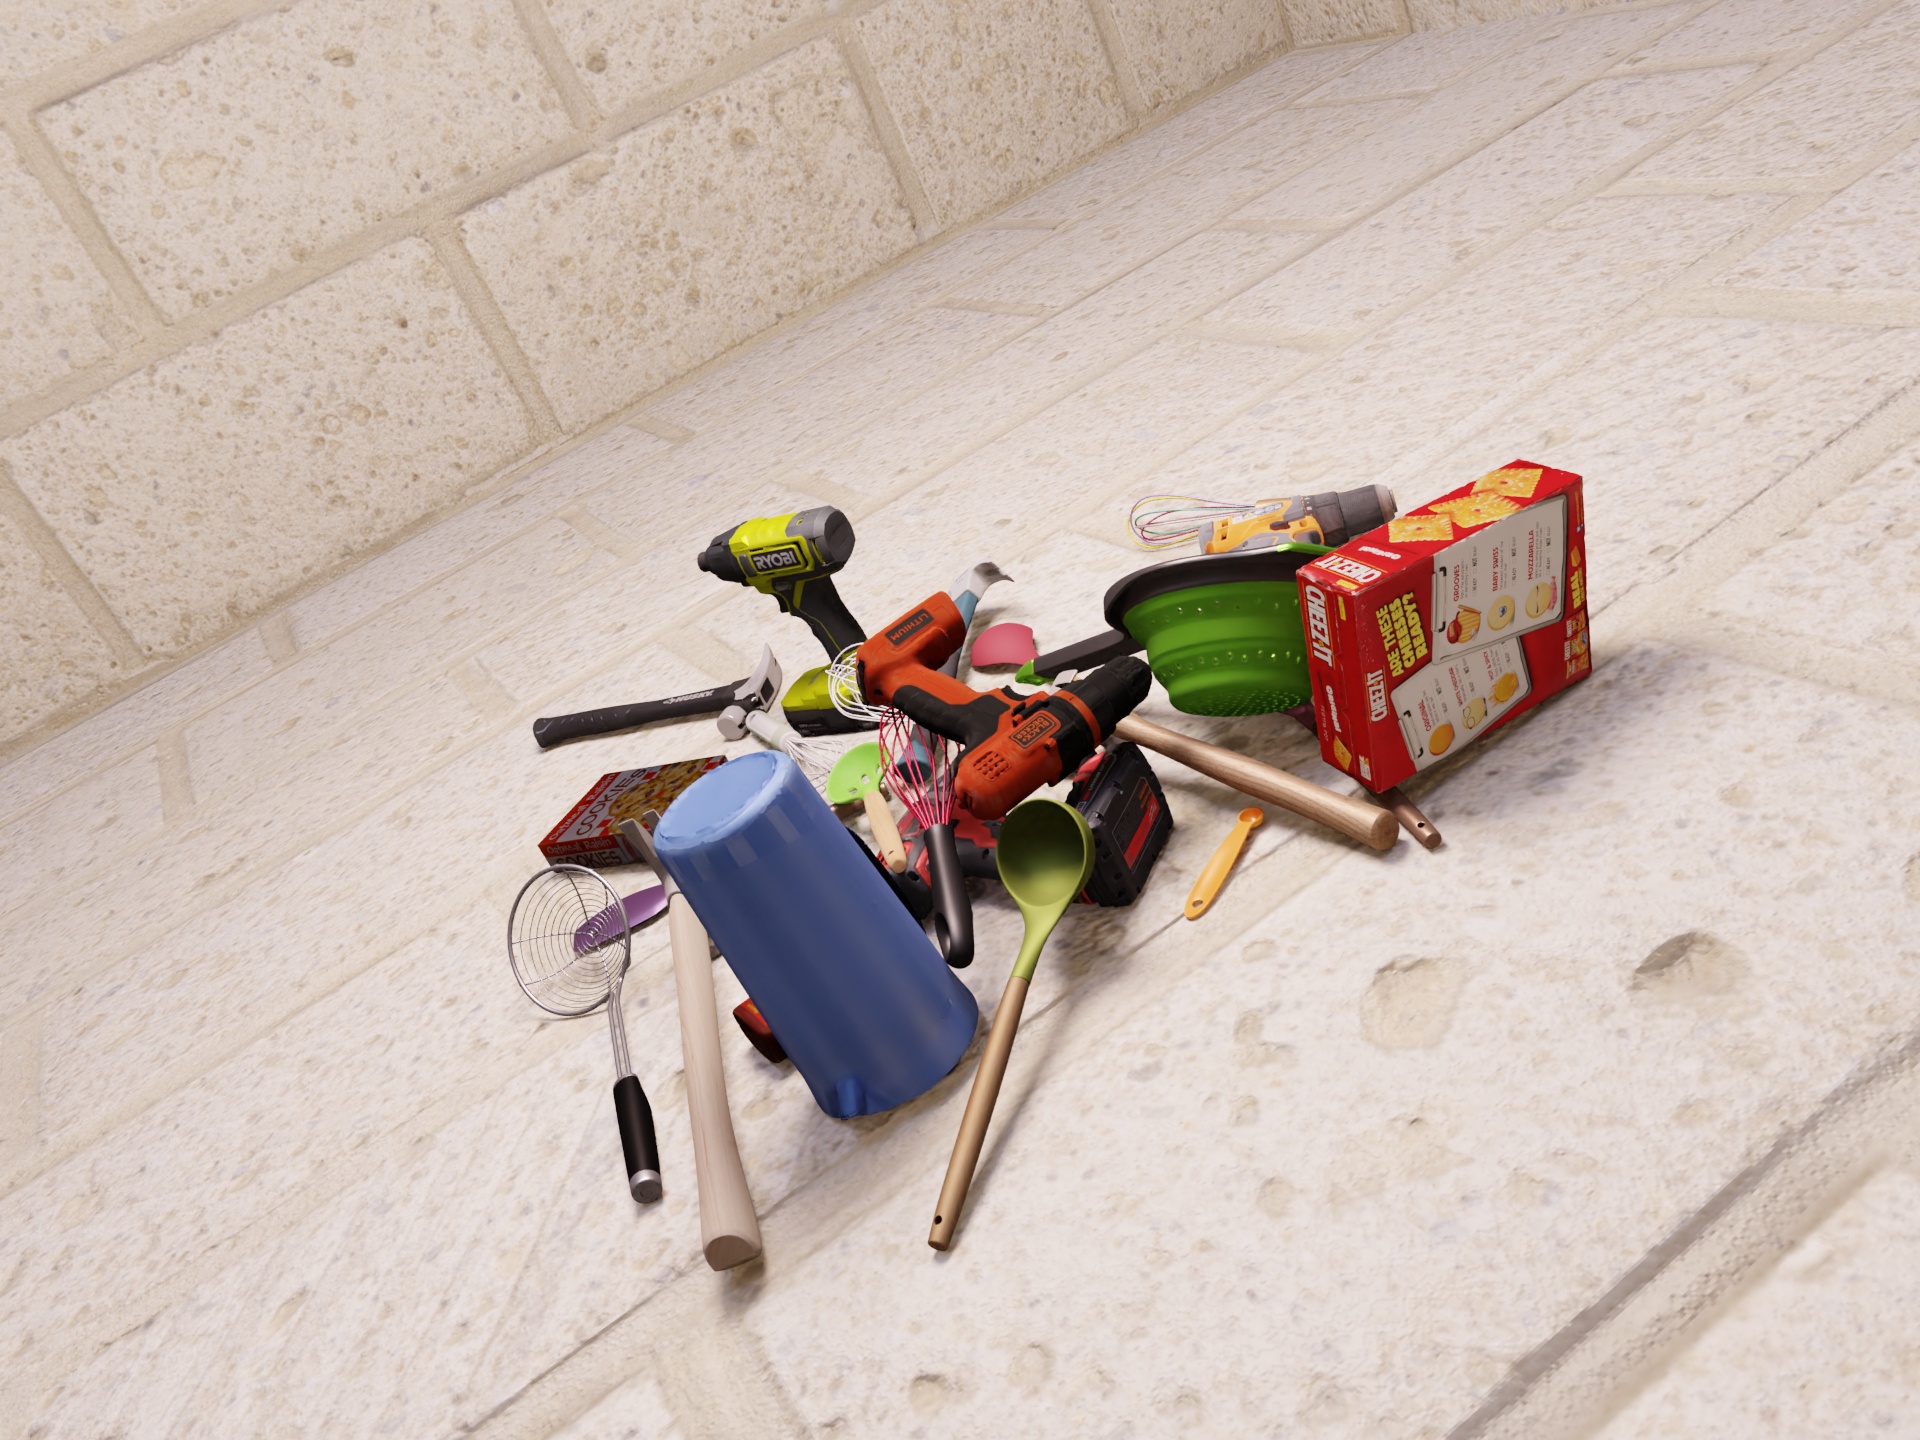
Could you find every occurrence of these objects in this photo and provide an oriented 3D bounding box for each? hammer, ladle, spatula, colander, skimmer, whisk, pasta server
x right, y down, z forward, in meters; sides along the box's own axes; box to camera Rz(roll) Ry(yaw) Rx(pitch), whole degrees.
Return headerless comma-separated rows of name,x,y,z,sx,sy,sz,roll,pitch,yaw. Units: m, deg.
hammer,-0.349,-0.013,1.791,0.335,0.035,0.146,-9,32,29
ladle,0.090,-0.040,1.487,0.069,0.031,0.316,-36,30,-11
spatula,-0.209,0.129,1.440,0.316,0.018,0.060,-26,26,0
colander,0.169,-0.042,1.292,0.204,0.094,0.397,6,-14,-33
hammer,-0.015,-0.051,1.555,0.128,0.033,0.331,-40,21,34
skimmer,-0.292,0.239,1.236,0.127,0.090,0.364,-56,28,11
whisk,-0.164,0.024,1.562,0.058,0.059,0.246,-58,28,-4
whisk,-0.018,0.073,1.188,0.073,0.073,0.296,-21,39,7
hammer,0.189,0.029,1.213,0.332,0.129,0.031,24,83,46
whisk,0.282,-0.207,1.616,0.245,0.051,0.047,-2,56,31
whisk,-0.003,-0.003,1.404,0.285,0.070,0.070,20,48,28
hammer,-0.192,0.222,1.149,0.038,0.146,0.411,-24,32,-1
pasta server,0.284,0.011,1.220,0.060,0.040,0.316,-36,28,4
ladle,0.025,0.187,1.040,0.078,0.062,0.320,-12,42,36

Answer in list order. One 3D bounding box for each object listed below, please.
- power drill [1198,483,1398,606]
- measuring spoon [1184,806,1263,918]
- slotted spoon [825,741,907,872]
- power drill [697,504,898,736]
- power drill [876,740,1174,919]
power drill,0.309,-0.144,1.435,0.185,0.084,0.226,-15,24,15
measuring spoon,0.193,0.105,1.161,0.021,0.011,0.117,2,41,41
slotted spoon,-0.070,0.074,1.307,0.070,0.031,0.314,-40,15,1
power drill,-0.154,-0.098,1.571,0.171,0.223,0.080,-6,32,32
power drill,0.049,0.077,1.260,0.227,0.080,0.188,-9,31,34
